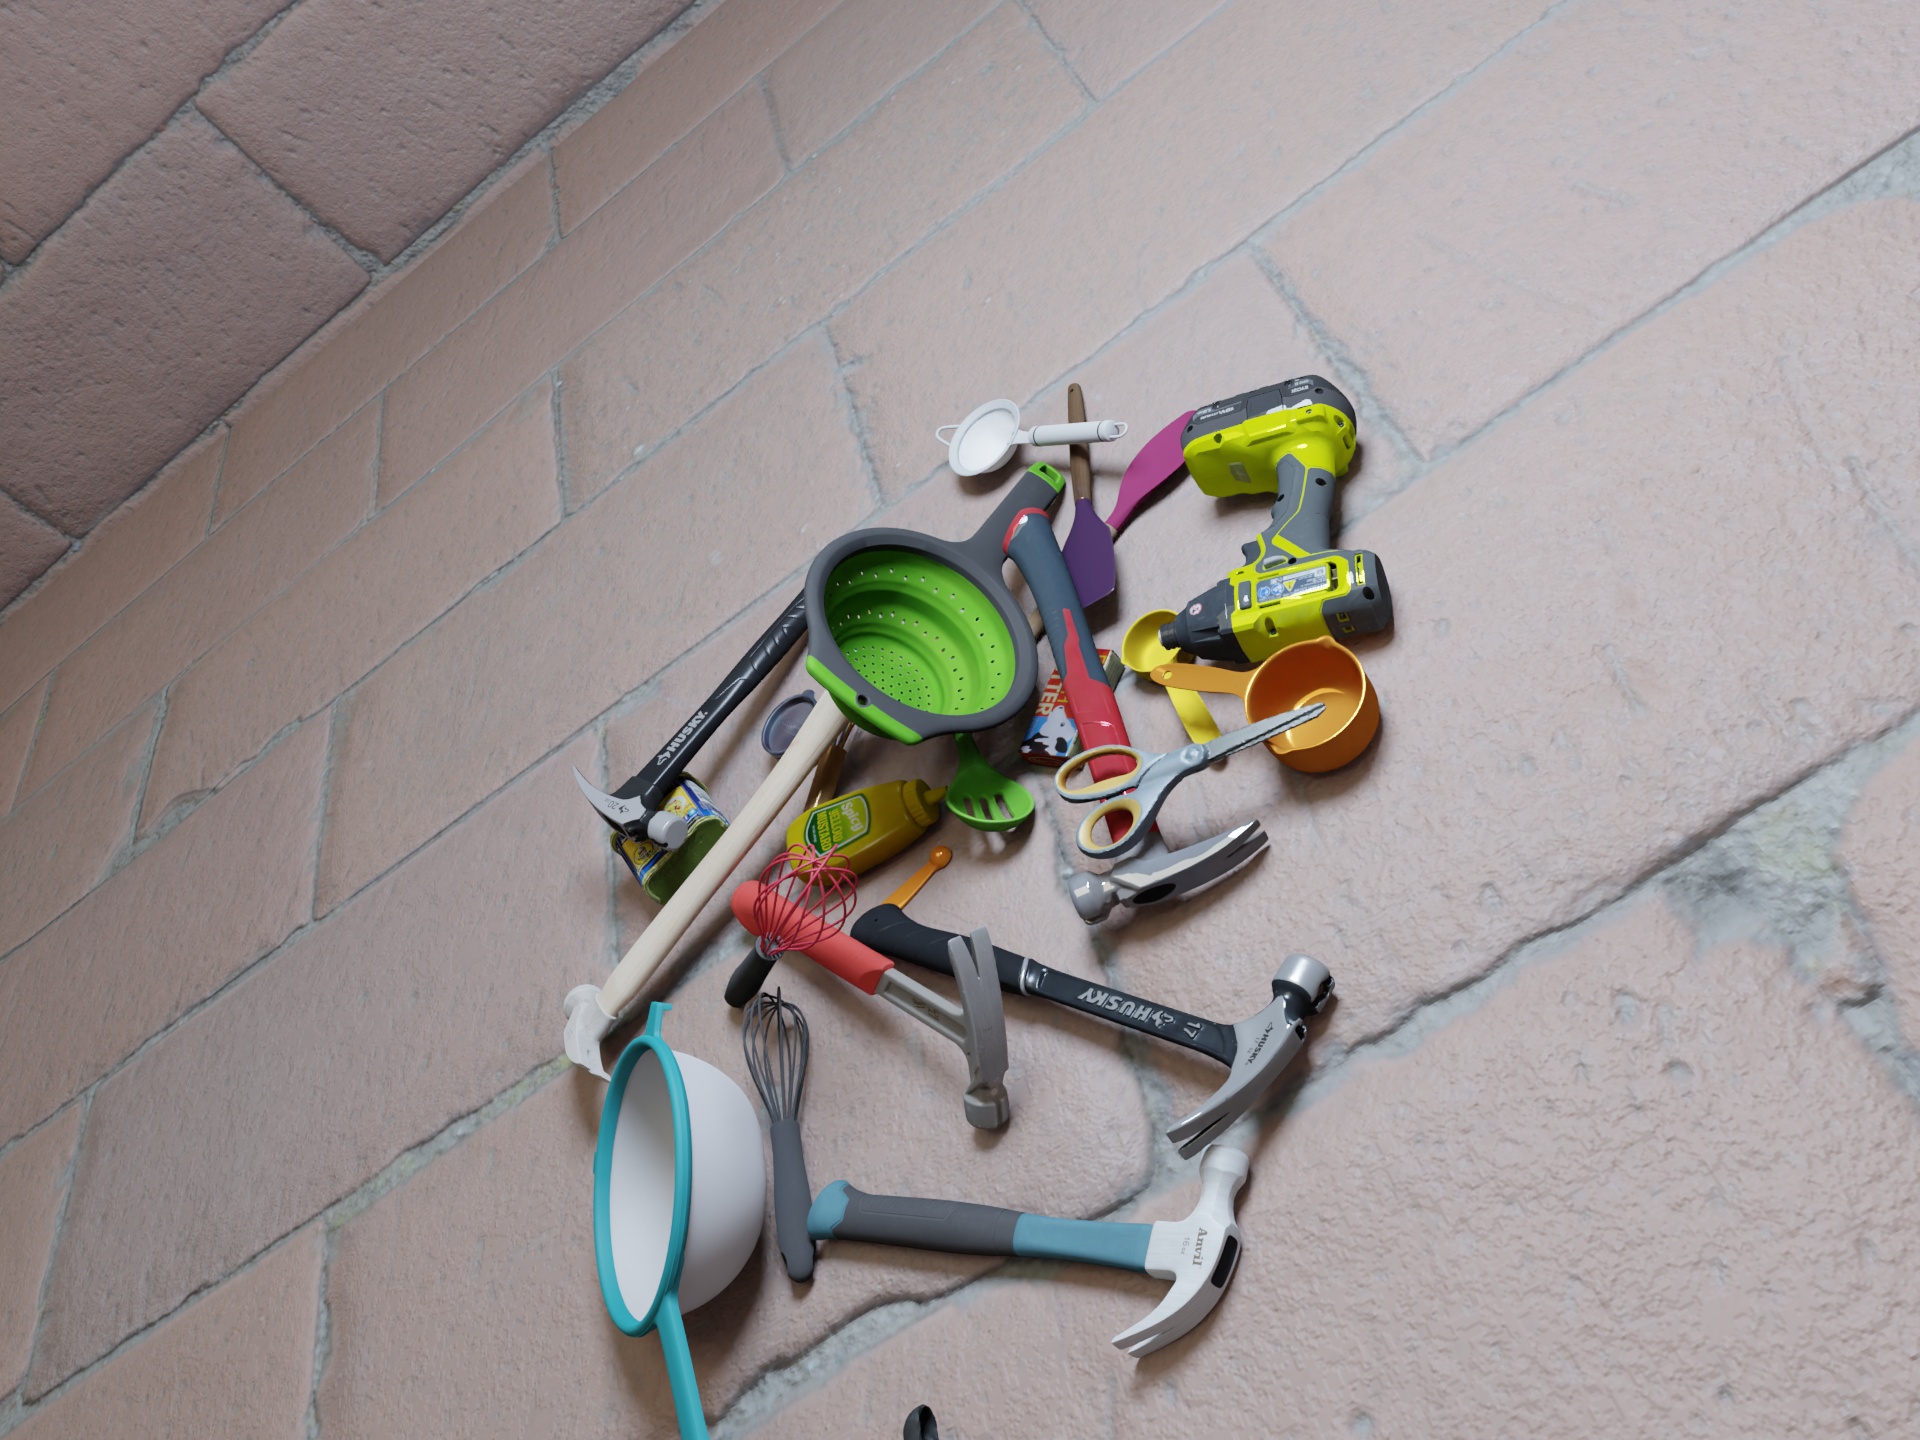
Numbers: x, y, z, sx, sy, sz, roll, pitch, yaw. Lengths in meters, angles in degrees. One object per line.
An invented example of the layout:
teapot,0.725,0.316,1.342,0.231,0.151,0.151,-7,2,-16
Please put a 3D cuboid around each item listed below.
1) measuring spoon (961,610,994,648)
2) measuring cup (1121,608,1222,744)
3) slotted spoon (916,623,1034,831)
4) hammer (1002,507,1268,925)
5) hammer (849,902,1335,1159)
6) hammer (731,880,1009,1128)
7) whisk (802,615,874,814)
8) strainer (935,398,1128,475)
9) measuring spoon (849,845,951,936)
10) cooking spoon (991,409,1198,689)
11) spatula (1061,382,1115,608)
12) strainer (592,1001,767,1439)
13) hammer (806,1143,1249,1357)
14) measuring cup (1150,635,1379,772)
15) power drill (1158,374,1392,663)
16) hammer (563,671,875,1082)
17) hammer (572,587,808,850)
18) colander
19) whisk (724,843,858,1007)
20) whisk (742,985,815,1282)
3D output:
measuring spoon,0.016,-0.070,1.397,0.034,0.018,0.124,-36,36,3
measuring cup,0.174,-0.022,1.230,0.062,0.029,0.157,-35,49,15
slotted spoon,-0.002,-0.004,1.356,0.070,0.031,0.314,-4,38,-12
hammer,0.112,-0.031,1.230,0.143,0.038,0.387,-24,50,12
hammer,0.059,0.191,1.129,0.409,0.036,0.149,9,51,47
hammer,-0.082,0.179,1.222,0.036,0.149,0.359,-19,22,-30
whisk,-0.109,0.007,1.433,0.047,0.051,0.245,12,67,7
strainer,0.068,-0.261,1.475,0.258,0.050,0.087,9,71,54
measuring spoon,-0.052,0.143,1.294,0.117,0.011,0.021,-44,40,3
cooking spoon,0.115,-0.147,1.383,0.319,0.017,0.069,-52,32,-7
spatula,0.107,-0.208,1.421,0.060,0.018,0.316,-28,39,26
strainer,-0.179,0.379,1.128,0.211,0.095,0.341,-65,33,30
hammer,0.030,0.337,1.051,0.331,0.033,0.128,-7,53,37
measuring cup,0.219,-0.013,1.149,0.174,0.052,0.095,11,69,40
power drill,0.235,-0.149,1.230,0.171,0.080,0.223,-13,53,24
hammer,-0.203,0.123,1.363,0.410,0.038,0.146,-52,21,0
hammer,-0.224,-0.024,1.504,0.146,0.035,0.335,17,57,35
colander,-0.012,-0.098,1.356,0.397,0.204,0.094,-54,0,-45
whisk,-0.140,0.166,1.218,0.295,0.073,0.073,126,160,-56
whisk,-0.132,0.308,1.204,0.055,0.055,0.239,-29,47,19
